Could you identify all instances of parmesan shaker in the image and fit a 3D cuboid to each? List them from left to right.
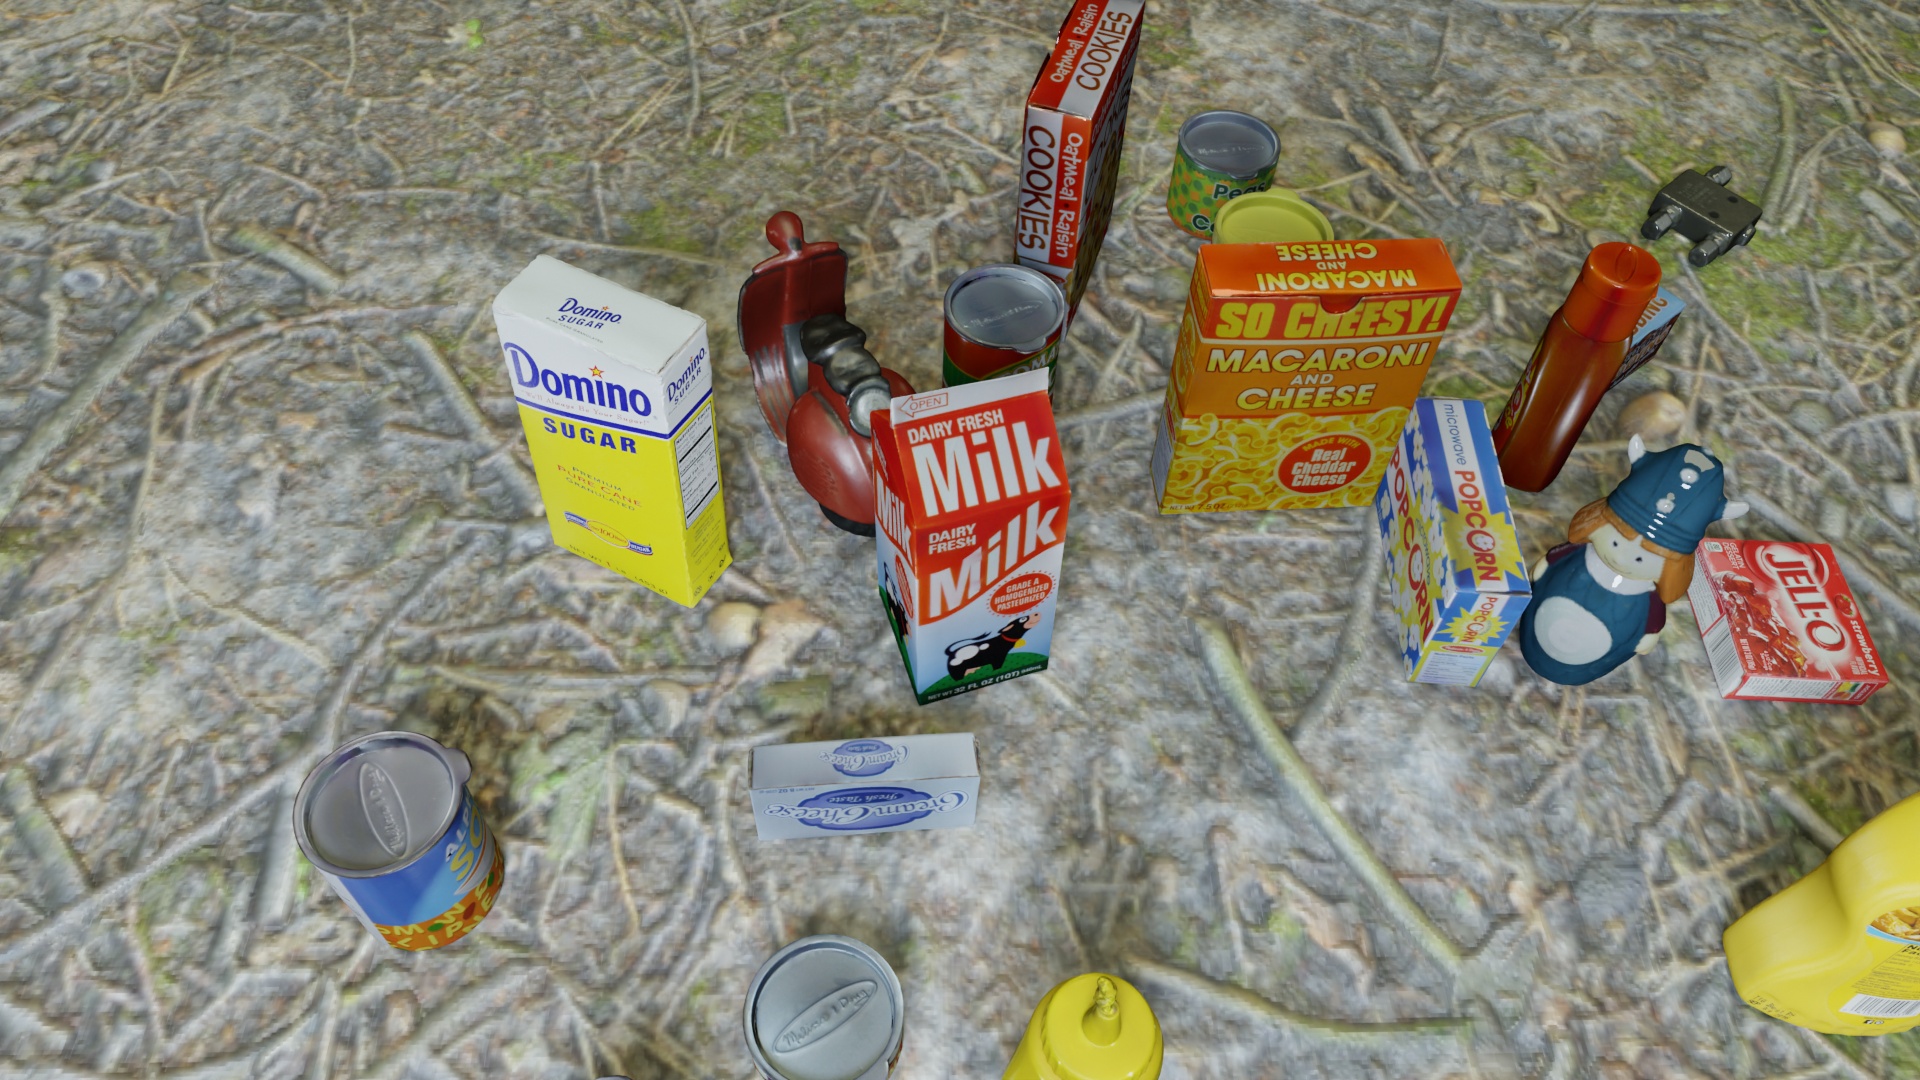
[{"bbox_3d":[0.173,-0.144,0.811,0.071,0.102,0.071,1,53,-1],"label":"parmesan shaker"}]

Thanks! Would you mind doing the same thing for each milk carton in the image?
[{"bbox_3d":[0.002,-0.008,0.647,0.072,0.189,0.074,-14,55,-12],"label":"milk carton"}]

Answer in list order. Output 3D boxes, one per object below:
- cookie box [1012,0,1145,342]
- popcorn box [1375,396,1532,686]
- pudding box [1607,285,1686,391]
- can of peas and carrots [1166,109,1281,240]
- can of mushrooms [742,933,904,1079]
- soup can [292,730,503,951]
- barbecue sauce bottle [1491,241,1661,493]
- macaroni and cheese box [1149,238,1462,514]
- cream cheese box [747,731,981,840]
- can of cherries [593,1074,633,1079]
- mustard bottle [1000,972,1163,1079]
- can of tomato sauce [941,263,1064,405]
[{"bbox_3d":[0.067,-0.222,0.826,0.040,0.166,0.123,15,54,9],"label":"cookie box"},{"bbox_3d":[0.251,0.000,0.718,0.038,0.084,0.127,3,53,0],"label":"popcorn box"},{"bbox_3d":[0.390,-0.117,0.833,0.084,0.049,0.030,-32,60,-23],"label":"pudding box"},{"bbox_3d":[0.172,-0.237,0.910,0.071,0.058,0.071,1,53,-1],"label":"can of peas and carrots"},{"bbox_3d":[-0.055,0.205,0.582,0.071,0.033,0.071,1,53,-1],"label":"can of mushrooms"},{"bbox_3d":[-0.236,0.130,0.600,0.071,0.083,0.072,1,53,-1],"label":"soup can"},{"bbox_3d":[0.331,-0.094,0.752,0.044,0.147,0.065,22,55,14],"label":"barbecue sauce bottle"},{"bbox_3d":[0.173,-0.080,0.724,0.124,0.165,0.040,-3,53,-4],"label":"macaroni and cheese box"},{"bbox_3d":[-0.043,0.113,0.639,0.104,0.053,0.024,-3,53,-5],"label":"cream cheese box"},{"bbox_3d":[-0.132,0.249,0.530,0.071,0.058,0.072,1,53,-1],"label":"can of cherries"},{"bbox_3d":[0.045,0.197,0.513,0.049,0.159,0.065,36,60,22],"label":"mustard bottle"},{"bbox_3d":[0.024,-0.102,0.787,0.071,0.082,0.071,1,53,-1],"label":"can of tomato sauce"}]
